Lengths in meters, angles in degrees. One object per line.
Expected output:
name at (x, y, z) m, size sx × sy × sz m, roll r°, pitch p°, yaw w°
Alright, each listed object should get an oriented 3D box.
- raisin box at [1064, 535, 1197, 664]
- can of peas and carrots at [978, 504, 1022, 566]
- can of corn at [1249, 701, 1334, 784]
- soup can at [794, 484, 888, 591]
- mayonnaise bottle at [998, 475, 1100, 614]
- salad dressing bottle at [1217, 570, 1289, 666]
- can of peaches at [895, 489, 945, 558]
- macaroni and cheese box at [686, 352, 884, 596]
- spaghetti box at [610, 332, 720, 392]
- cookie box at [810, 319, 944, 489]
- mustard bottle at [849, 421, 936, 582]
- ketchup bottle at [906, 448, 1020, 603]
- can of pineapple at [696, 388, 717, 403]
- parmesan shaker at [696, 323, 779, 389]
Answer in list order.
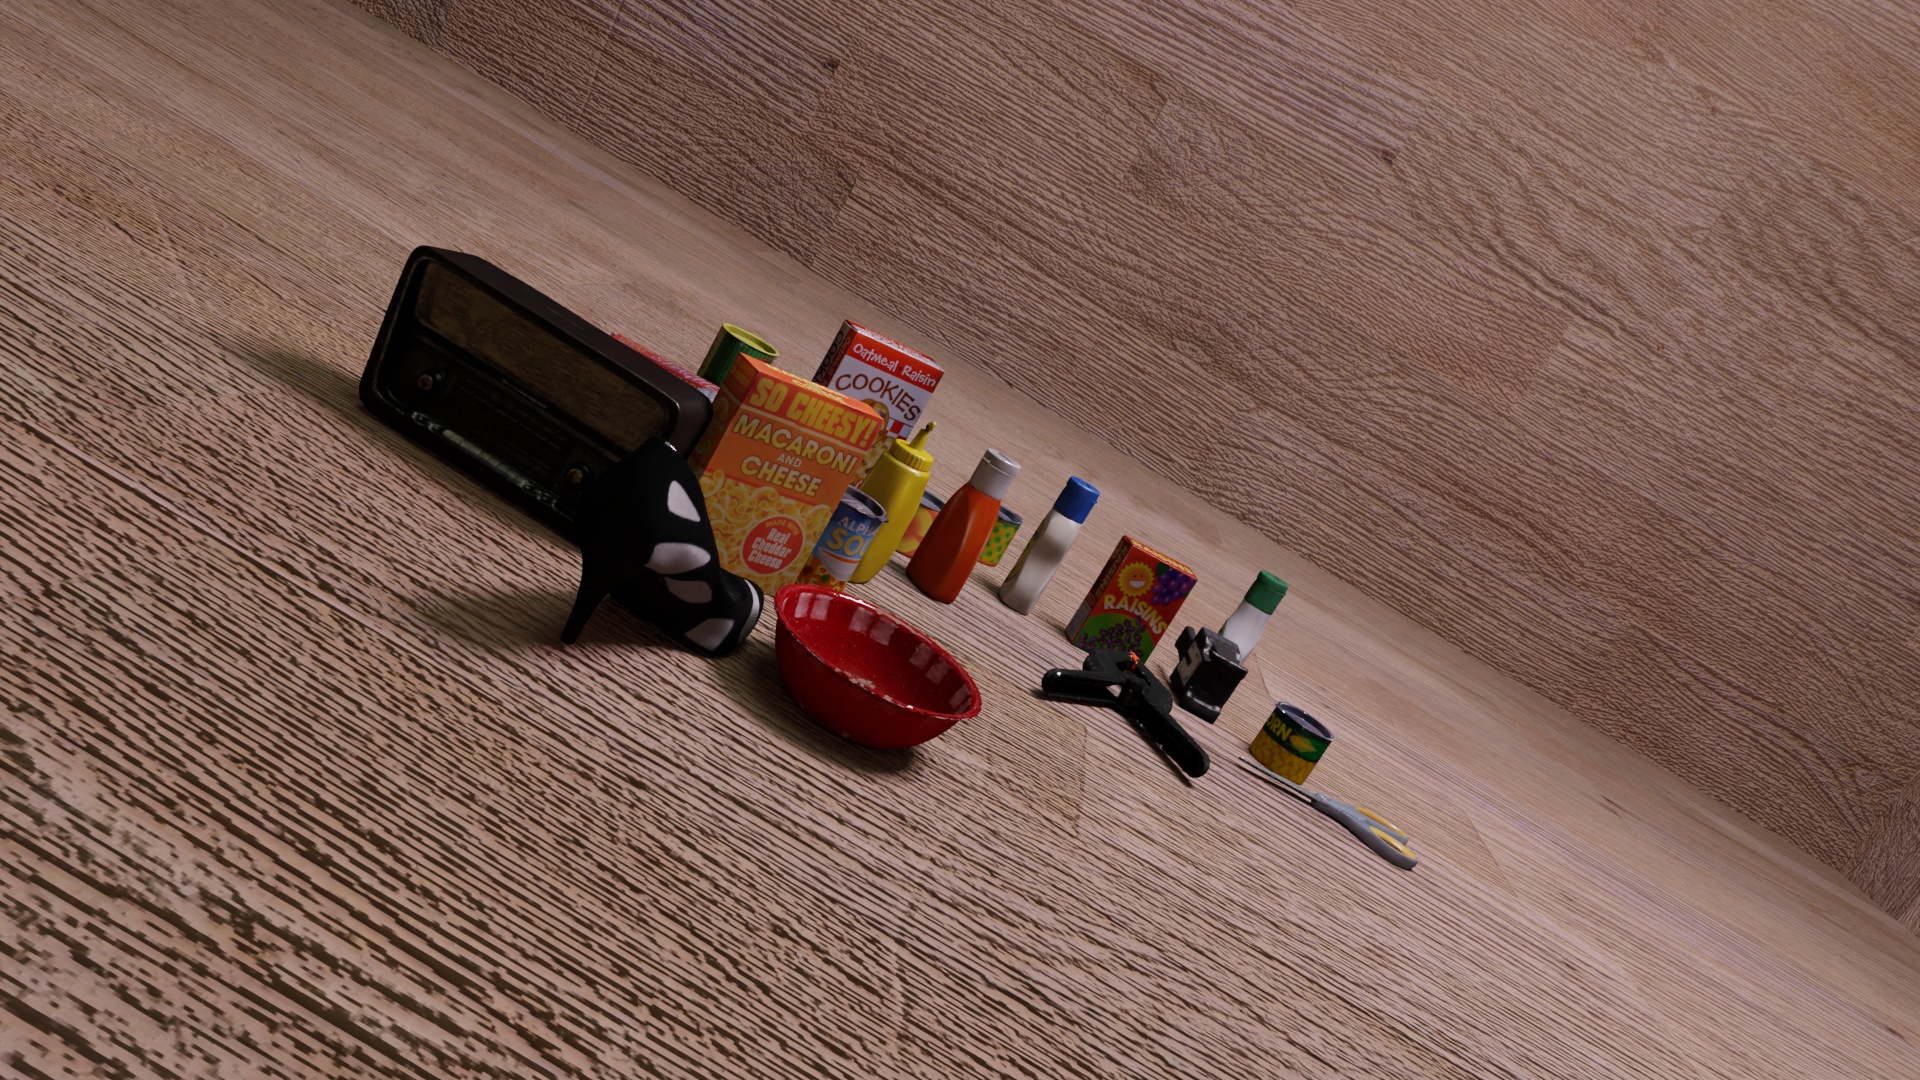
raisin box at (0.178, 0.068, 1.448) m, size 0.086 × 0.123 × 0.040 m, roll 27°, pitch 13°, yaw -15°
can of peas and carrots at (0.029, -0.012, 1.566) m, size 0.071 × 0.058 × 0.071 m, roll 29°, pitch 13°, yaw -7°
can of corn at (0.336, 0.206, 1.420) m, size 0.071 × 0.058 × 0.071 m, roll 29°, pitch 13°, yaw -7°
soup can at (-0.109, -0.001, 1.163) m, size 0.071 × 0.083 × 0.071 m, roll 29°, pitch 13°, yaw -7°
mayonnaise bottle at (0.093, 0.004, 1.447) m, size 0.041 × 0.147 × 0.065 m, roll 29°, pitch 12°, yaw -5°
salad dressing bottle at (0.315, 0.103, 1.562) m, size 0.044 × 0.147 × 0.064 m, roll 32°, pitch 12°, yaw 6°
can of peaches at (-0.049, -0.020, 1.426) m, size 0.071 × 0.058 × 0.071 m, roll 29°, pitch 13°, yaw -7°
macaroni and cheese box at (-0.151, -0.046, 1.056) m, size 0.124 × 0.166 × 0.040 m, roll 19°, pitch 16°, yaw -41°
spaghetti box at (-0.252, -0.129, 1.409) m, size 0.250 × 0.050 × 0.029 m, roll 28°, pitch 13°, yaw -9°
cookie box at (-0.110, -0.140, 1.503) m, size 0.123 × 0.167 × 0.040 m, roll 20°, pitch 16°, yaw -38°
mustard bottle at (-0.064, -0.039, 1.235) m, size 0.049 × 0.160 × 0.065 m, roll 34°, pitch 13°, yaw 18°
ketchup bottle at (0.005, -0.017, 1.329) m, size 0.043 × 0.148 × 0.065 m, roll 20°, pitch 16°, yaw -39°
can of pineapple at (-0.235, -0.105, 1.338) m, size 0.071 × 0.057 × 0.071 m, roll 29°, pitch 13°, yaw -7°
parmesan shaker at (-0.242, -0.167, 1.454) m, size 0.071 × 0.103 × 0.071 m, roll 29°, pitch 12°, yaw -7°
